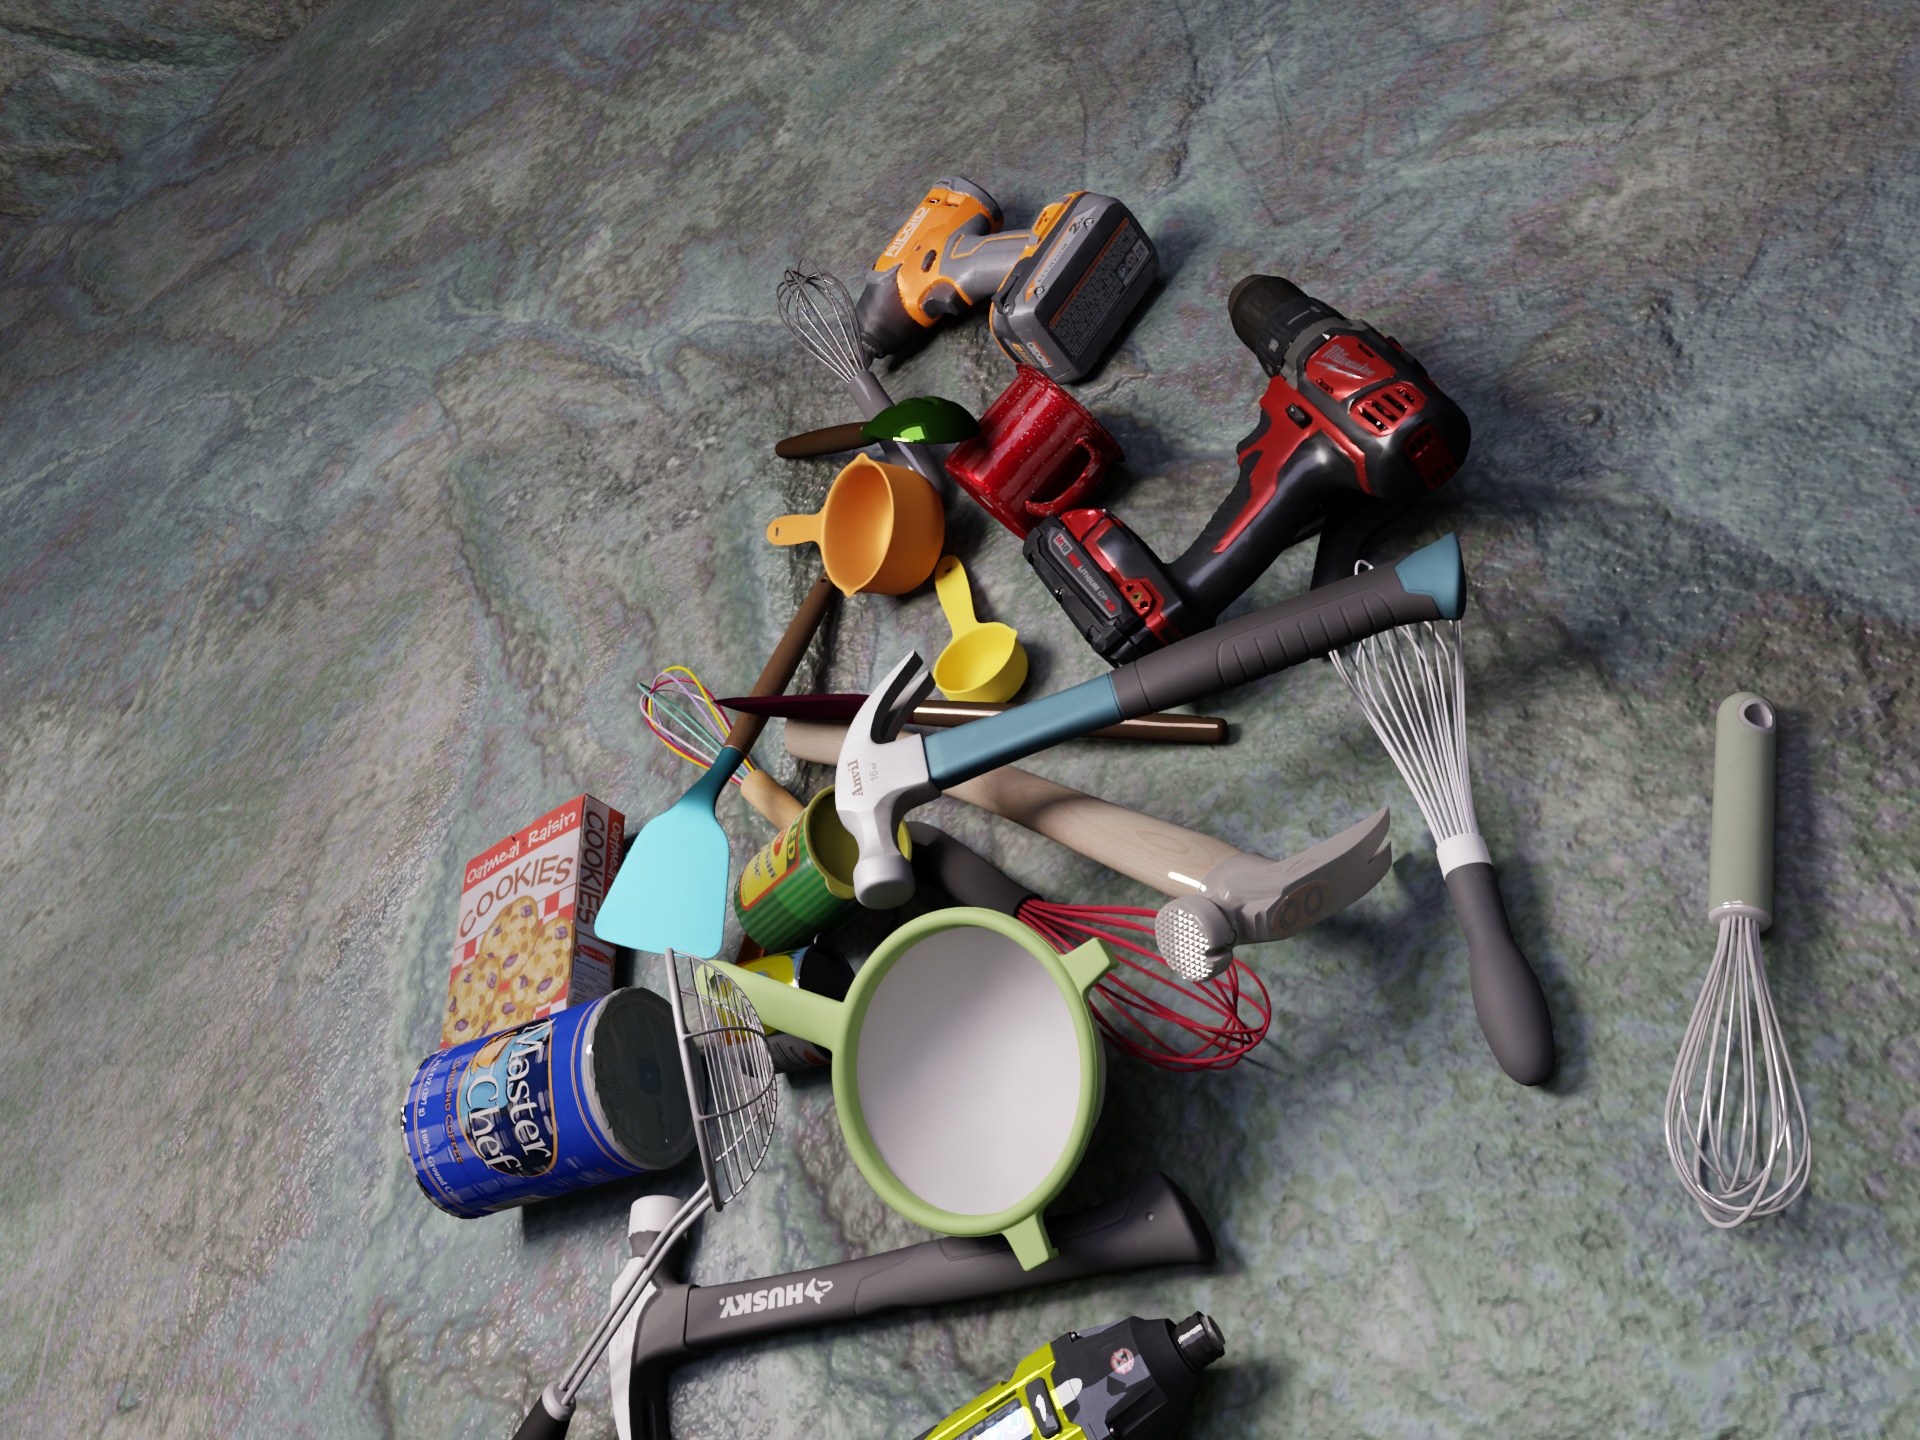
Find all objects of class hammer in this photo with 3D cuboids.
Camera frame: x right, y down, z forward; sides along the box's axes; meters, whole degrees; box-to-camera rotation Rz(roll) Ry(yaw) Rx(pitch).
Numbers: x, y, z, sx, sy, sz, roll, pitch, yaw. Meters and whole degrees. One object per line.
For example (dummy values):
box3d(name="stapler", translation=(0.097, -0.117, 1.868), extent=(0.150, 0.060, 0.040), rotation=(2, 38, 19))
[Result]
box3d(name="hammer", translation=(-0.035, 0.282, 0.782), extent=(0.335, 0.035, 0.146), rotation=(-19, 49, 23))
box3d(name="hammer", translation=(0.038, 0.039, 0.882), extent=(0.146, 0.038, 0.411), rotation=(-21, 24, -34))
box3d(name="hammer", translation=(0.091, -0.015, 0.789), extent=(0.331, 0.033, 0.128), rotation=(-20, 53, 10))

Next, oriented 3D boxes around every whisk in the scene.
box3d(name="whisk", translation=(0.231, 0.037, 0.759), extent=(0.070, 0.070, 0.285), rotation=(-22, 54, 21))
box3d(name="whisk", translation=(-0.069, -0.244, 1.142), extent=(0.055, 0.055, 0.239), rotation=(-35, 66, 9))
box3d(name="whisk", translation=(0.049, 0.108, 0.836), extent=(0.296, 0.073, 0.073), rotation=(25, 75, 50))
box3d(name="whisk", translation=(-0.145, 0.028, 1.041), extent=(0.047, 0.051, 0.245), rotation=(-45, 47, -9))
box3d(name="whisk", translation=(0.325, 0.091, 0.665), extent=(0.058, 0.059, 0.246), rotation=(17, 60, 2))

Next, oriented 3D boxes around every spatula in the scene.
box3d(name="spatula", translation=(-0.135, 0.012, 1.015), extent=(0.082, 0.044, 0.318), rotation=(7, 45, 17))

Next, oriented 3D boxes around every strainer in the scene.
box3d(name="strainer", translation=(-0.026, 0.160, 0.799), extent=(0.256, 0.069, 0.151), rotation=(10, 87, 38))

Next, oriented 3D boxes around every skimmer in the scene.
box3d(name="skimmer", translation=(-0.197, 0.284, 0.795), extent=(0.363, 0.090, 0.127), rotation=(-58, 22, 8))

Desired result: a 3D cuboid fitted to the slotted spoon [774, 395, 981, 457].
box3d(name="slotted spoon", translation=(-0.073, -0.195, 1.087), extent=(0.070, 0.031, 0.314), rotation=(-11, 10, -24))

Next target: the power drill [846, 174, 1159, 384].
box3d(name="power drill", translation=(0.016, -0.310, 1.150), extent=(0.227, 0.084, 0.164), rotation=(26, 78, 47))

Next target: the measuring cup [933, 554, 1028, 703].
box3d(name="measuring cup", translation=(0.007, -0.058, 1.015), extent=(0.062, 0.029, 0.157), rotation=(-30, 34, 11))

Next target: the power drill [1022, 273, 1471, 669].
box3d(name="power drill", translation=(0.146, -0.139, 0.887), extent=(0.226, 0.080, 0.188), rotation=(-42, 47, 11))

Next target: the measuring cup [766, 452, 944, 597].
box3d(name="measuring cup", translation=(-0.073, -0.129, 1.094), extent=(0.174, 0.052, 0.095), rotation=(6, 91, 56))

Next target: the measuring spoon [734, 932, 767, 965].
box3d(name="measuring spoon", translation=(-0.125, 0.126, 0.975), extent=(0.021, 0.011, 0.117), rotation=(-6, 56, 32))

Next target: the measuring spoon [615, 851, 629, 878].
box3d(name="measuring spoon", translation=(-0.219, 0.101, 1.061), extent=(0.128, 0.021, 0.042), rotation=(-22, 51, 33))

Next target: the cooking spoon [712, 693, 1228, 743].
box3d(name="cooking spoon", translation=(-0.001, -0.003, 0.932), extent=(0.319, 0.068, 0.017), rotation=(3, 96, 23))

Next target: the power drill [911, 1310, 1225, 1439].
box3d(name="power drill", translation=(0.066, 0.359, 0.627), extent=(0.171, 0.080, 0.223), rotation=(-36, 42, 8))
